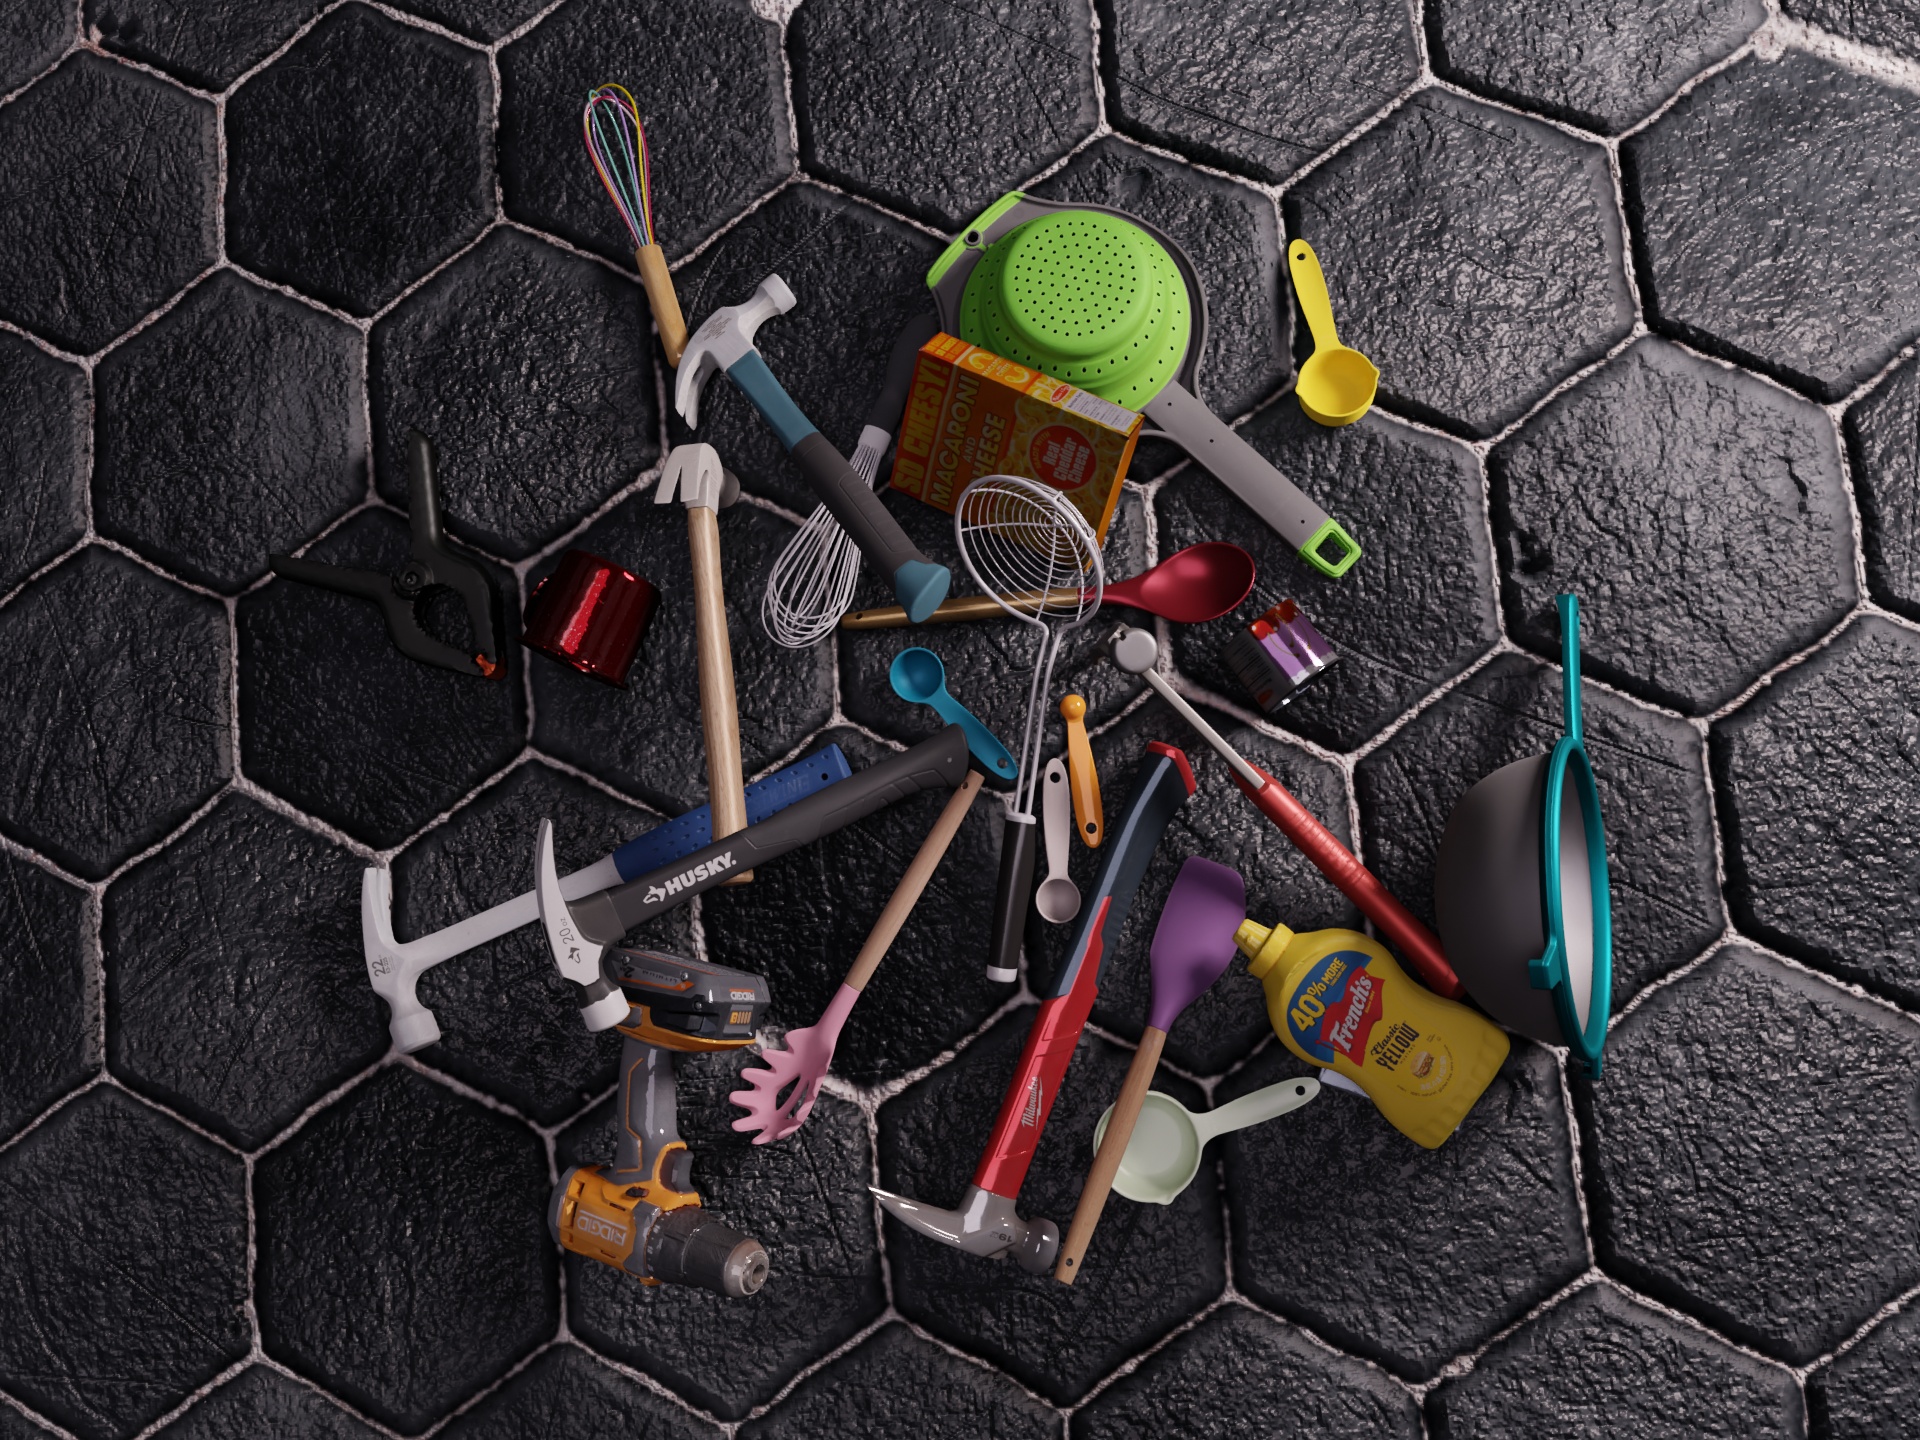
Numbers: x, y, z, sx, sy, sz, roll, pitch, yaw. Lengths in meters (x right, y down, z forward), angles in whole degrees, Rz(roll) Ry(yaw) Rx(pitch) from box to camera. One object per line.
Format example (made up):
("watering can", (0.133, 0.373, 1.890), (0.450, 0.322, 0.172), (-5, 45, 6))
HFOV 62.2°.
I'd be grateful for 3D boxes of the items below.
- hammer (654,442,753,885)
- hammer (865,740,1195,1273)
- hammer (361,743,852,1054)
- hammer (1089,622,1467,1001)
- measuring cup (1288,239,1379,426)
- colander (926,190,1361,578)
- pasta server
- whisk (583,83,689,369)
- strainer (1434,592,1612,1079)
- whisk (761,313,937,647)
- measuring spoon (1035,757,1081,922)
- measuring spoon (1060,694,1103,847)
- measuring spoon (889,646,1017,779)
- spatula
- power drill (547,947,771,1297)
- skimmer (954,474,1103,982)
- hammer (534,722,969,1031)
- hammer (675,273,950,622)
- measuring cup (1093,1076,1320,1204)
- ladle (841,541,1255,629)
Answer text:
("hammer", (-0.182, -0.044, 1.176), (0.031, 0.130, 0.331), (-7, 82, 7))
("hammer", (0.066, 0.191, 1.145), (0.143, 0.038, 0.386), (24, 84, -13))
("hammer", (-0.274, 0.112, 1.221), (0.405, 0.035, 0.144), (-24, 81, 5))
("hammer", (0.230, 0.065, 1.132), (0.359, 0.149, 0.037), (45, 91, -1))
("measuring cup", (0.273, -0.293, 1.203), (0.062, 0.029, 0.157), (-12, 70, 6))
("colander", (0.143, -0.254, 1.171), (0.397, 0.094, 0.204), (43, 86, 9))
("pasta server", (-0.070, 0.173, 1.184), (0.060, 0.040, 0.316), (29, 86, 32))
("whisk", (-0.256, -0.399, 1.277), (0.047, 0.051, 0.245), (-18, 84, 0))
("strainer", (0.381, 0.063, 1.091), (0.095, 0.210, 0.341), (-6, 58, 29))
("whisk", (-0.078, -0.186, 1.222), (0.070, 0.070, 0.285), (22, 82, 10))
("measuring spoon", (0.071, 0.090, 1.188), (0.034, 0.018, 0.124), (2, 76, -11))
("measuring spoon", (0.091, 0.037, 1.190), (0.021, 0.011, 0.117), (-9, 82, 7))
("measuring spoon", (-0.002, -0.004, 1.210), (0.042, 0.021, 0.128), (-44, 89, 10))
("spatula", (0.132, 0.243, 1.123), (0.060, 0.018, 0.316), (21, 72, 10))
("power drill", (-0.200, 0.291, 1.142), (0.185, 0.084, 0.226), (8, 85, 34))
("skimmer", (0.033, 0.010, 1.145), (0.127, 0.090, 0.363), (10, 94, 41))
("hammer", (-0.140, 0.080, 1.129), (0.335, 0.035, 0.146), (-25, 101, -21))
("hammer", (-0.107, -0.198, 1.189), (0.128, 0.033, 0.331), (-38, 62, 0))
("measuring cup", (0.176, 0.287, 1.137), (0.167, 0.038, 0.083), (-21, 81, 3))
("ladle", (0.063, -0.090, 1.202), (0.315, 0.031, 0.069), (-5, 60, 10))
